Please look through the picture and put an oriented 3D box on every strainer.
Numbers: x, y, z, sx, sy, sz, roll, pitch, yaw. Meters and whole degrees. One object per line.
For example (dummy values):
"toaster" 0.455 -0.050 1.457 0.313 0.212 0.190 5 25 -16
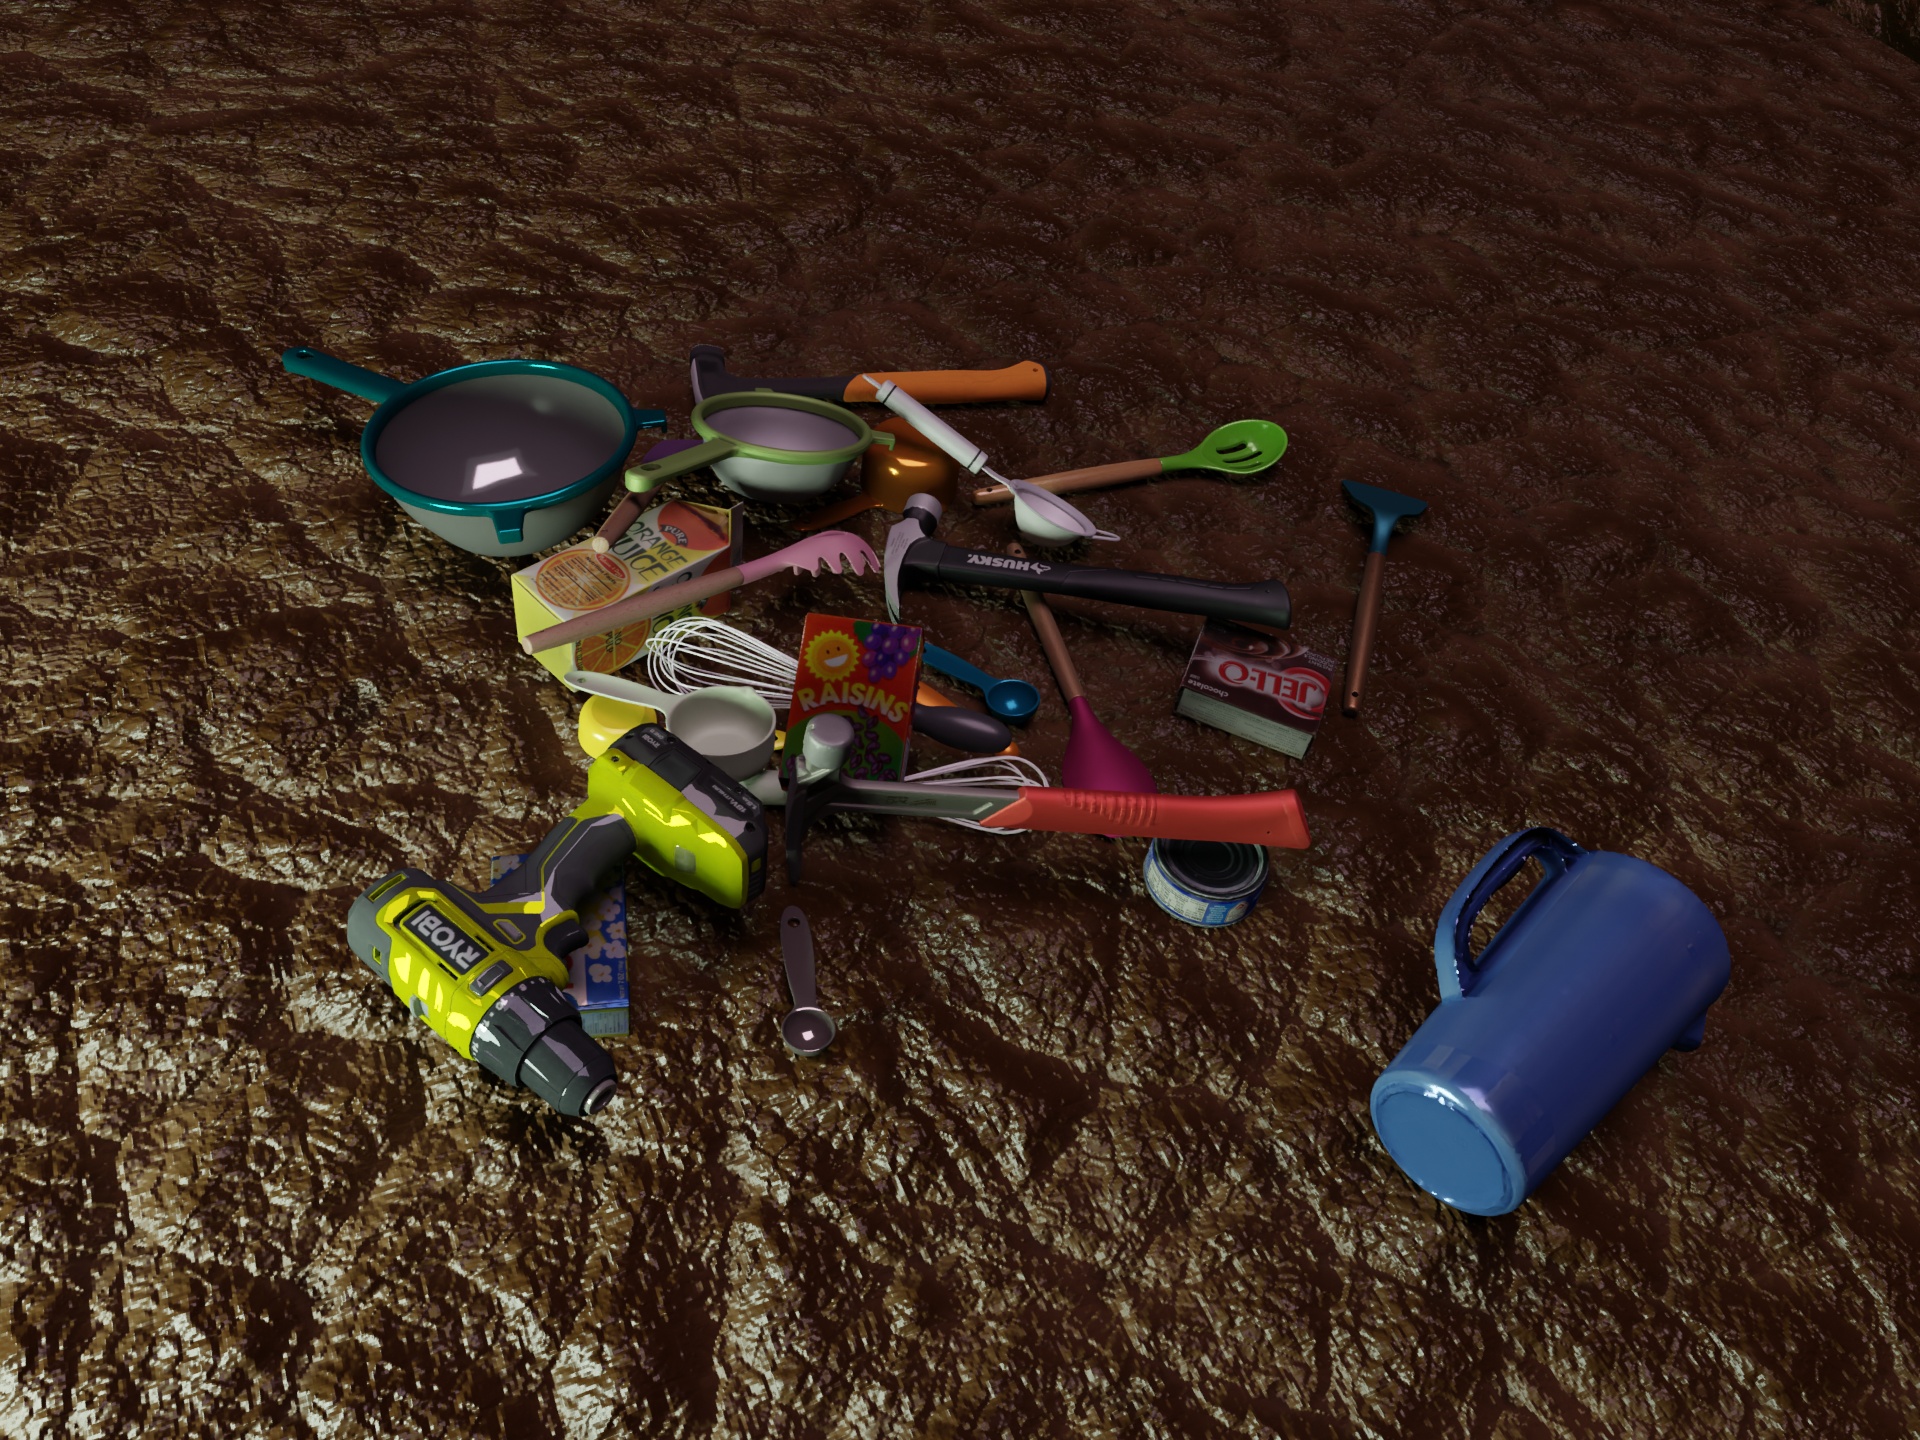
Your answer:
"strainer" -0.180 -0.202 1.293 0.151 0.069 0.256 24 33 24
"strainer" 0.020 -0.214 1.357 0.258 0.050 0.087 37 21 -7
"strainer" -0.418 -0.220 1.300 0.340 0.095 0.211 22 47 21

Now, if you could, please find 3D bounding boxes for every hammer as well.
"hammer" 0.099 -0.108 1.285 0.335 0.035 0.146 9 48 11
"hammer" -0.077 -0.305 1.475 0.336 0.034 0.127 -5 47 -14
"hammer" 0.062 0.066 1.080 0.359 0.149 0.037 4 47 -11

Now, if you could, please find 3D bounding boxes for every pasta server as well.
"pasta server" -0.188 -0.095 1.206 0.316 0.040 0.060 -24 19 -39

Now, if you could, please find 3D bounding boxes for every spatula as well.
"spatula" 0.357 -0.116 1.381 0.082 0.044 0.318 17 51 6
"spatula" -0.245 -0.187 1.268 0.060 0.018 0.316 1 23 3

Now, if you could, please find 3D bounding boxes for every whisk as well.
"whisk" -0.099 -0.020 1.169 0.284 0.070 0.070 15 46 10
"whisk" -0.055 0.050 1.140 0.246 0.057 0.059 2 12 -4

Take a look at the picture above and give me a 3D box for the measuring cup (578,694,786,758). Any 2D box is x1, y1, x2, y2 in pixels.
"measuring cup" -0.200 0.004 1.162 0.156 0.029 0.062 2 47 -6

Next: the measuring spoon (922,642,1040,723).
"measuring spoon" 0.007 -0.029 1.245 0.129 0.021 0.042 29 49 29

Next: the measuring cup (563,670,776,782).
"measuring cup" -0.209 0.001 1.133 0.168 0.038 0.083 16 41 17

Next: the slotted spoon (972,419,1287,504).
"slotted spoon" 0.156 -0.228 1.449 0.313 0.031 0.070 -13 50 -18

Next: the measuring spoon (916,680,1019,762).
"measuring spoon" -0.002 -0.004 1.217 0.117 0.011 0.021 35 51 22

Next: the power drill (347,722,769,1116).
"power drill" -0.223 0.118 0.966 0.191 0.080 0.228 34 52 20

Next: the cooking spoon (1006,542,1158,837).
"cooking spoon" 0.084 -0.033 1.255 0.068 0.017 0.319 -9 49 -12

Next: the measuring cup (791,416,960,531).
"measuring cup" -0.074 -0.211 1.372 0.173 0.052 0.095 -28 57 -33

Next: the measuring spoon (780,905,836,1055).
"measuring spoon" -0.104 0.170 1.036 0.034 0.018 0.124 -2 41 -12
